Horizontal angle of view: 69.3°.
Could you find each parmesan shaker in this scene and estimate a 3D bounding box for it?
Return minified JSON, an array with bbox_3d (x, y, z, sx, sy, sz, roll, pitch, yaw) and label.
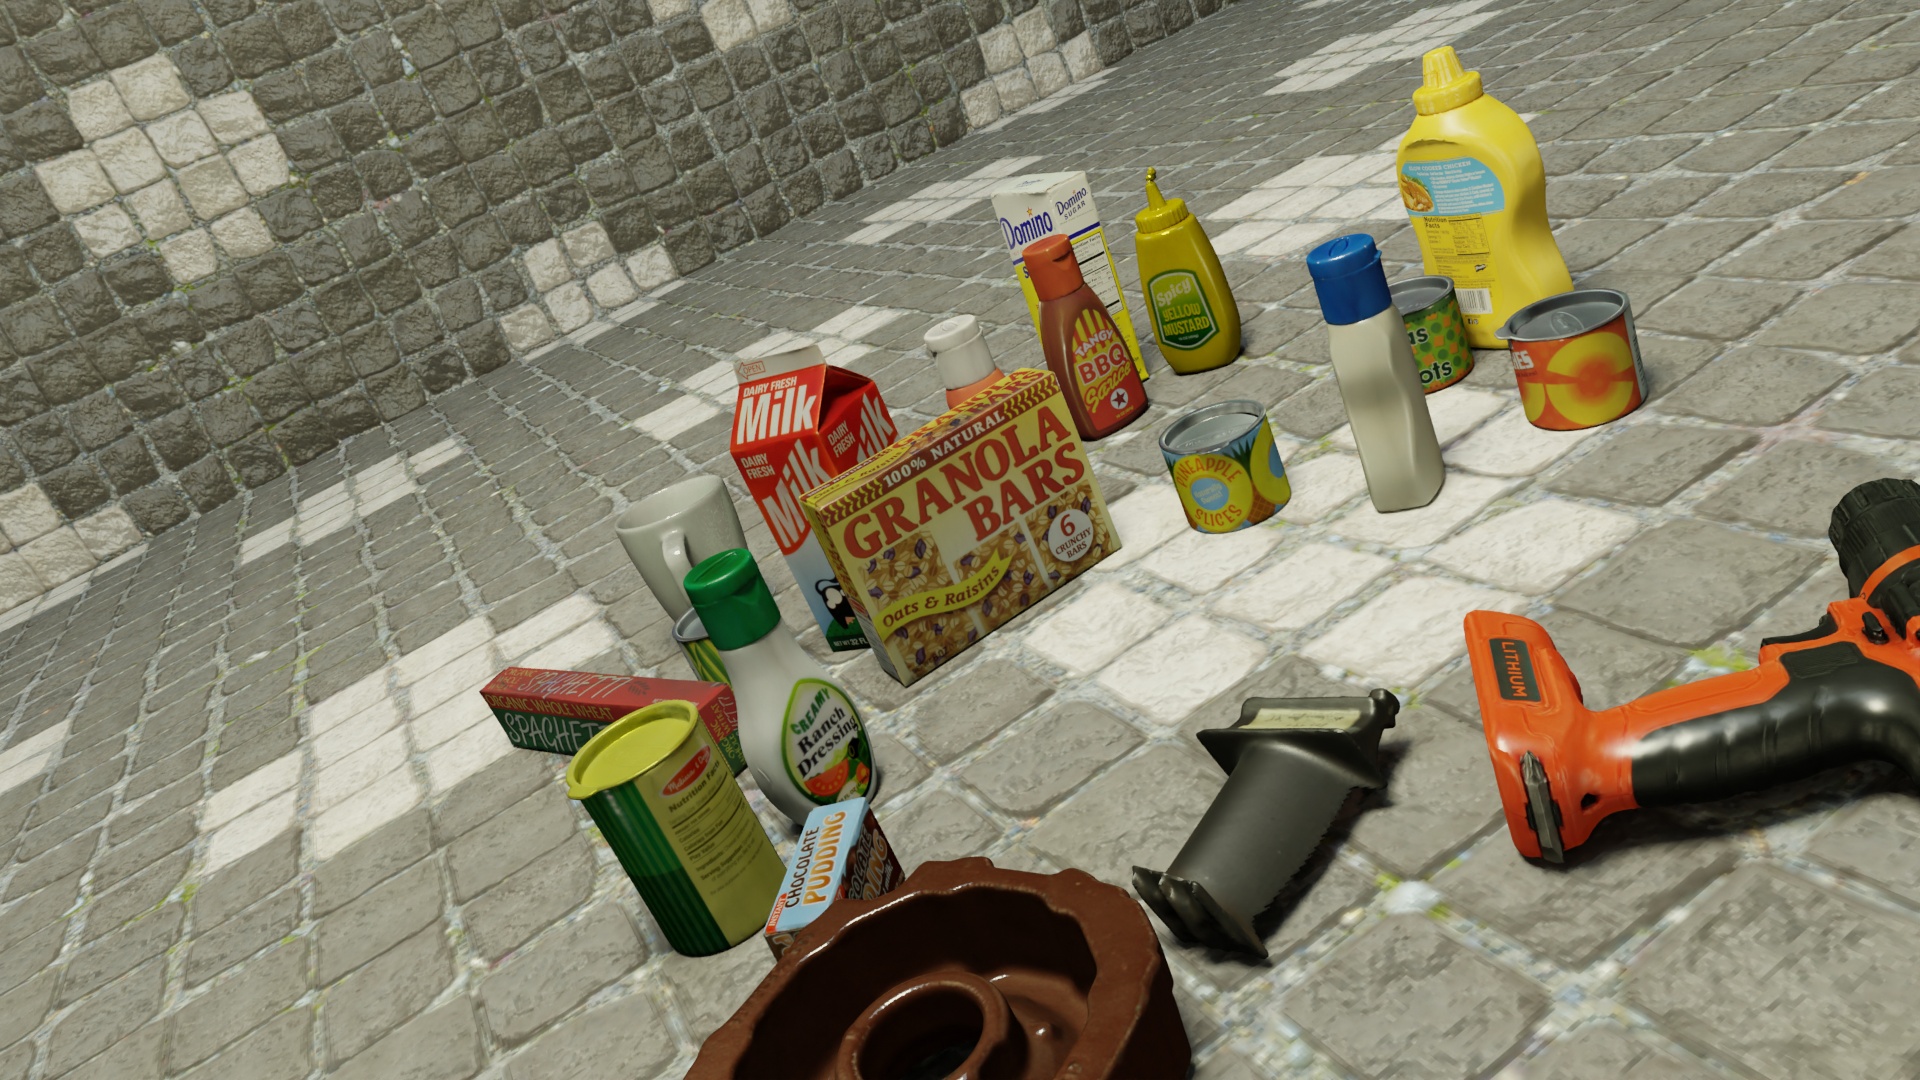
[{"bbox_3d":[-0.134,0.138,0.656,0.071,0.102,0.071,-20,22,9],"label":"parmesan shaker"}]

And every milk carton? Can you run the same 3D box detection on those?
[{"bbox_3d":[-0.076,-0.031,0.864,0.072,0.190,0.074,-9,26,33],"label":"milk carton"}]

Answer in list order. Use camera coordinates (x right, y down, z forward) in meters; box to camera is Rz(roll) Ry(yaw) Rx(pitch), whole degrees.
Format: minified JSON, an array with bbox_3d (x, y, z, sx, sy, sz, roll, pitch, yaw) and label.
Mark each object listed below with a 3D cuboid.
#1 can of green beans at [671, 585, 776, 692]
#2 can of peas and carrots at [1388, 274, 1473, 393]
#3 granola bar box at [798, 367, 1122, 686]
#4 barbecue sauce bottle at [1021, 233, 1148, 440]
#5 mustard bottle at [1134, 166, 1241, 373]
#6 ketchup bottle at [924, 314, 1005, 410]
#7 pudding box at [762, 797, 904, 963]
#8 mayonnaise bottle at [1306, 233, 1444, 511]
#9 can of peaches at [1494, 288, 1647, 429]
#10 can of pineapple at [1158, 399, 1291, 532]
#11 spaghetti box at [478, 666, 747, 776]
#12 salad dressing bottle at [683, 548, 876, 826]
[{"bbox_3d":[-0.140,0.068,0.881,0.071,0.057,0.071,-20,22,9],"label":"can of green beans"},{"bbox_3d":[0.292,-0.131,0.899,0.071,0.058,0.071,-20,22,9],"label":"can of peas and carrots"},{"bbox_3d":[0.003,-0.010,0.827,0.166,0.123,0.039,-32,23,-19],"label":"granola bar box"},{"bbox_3d":[0.088,-0.152,1.031,0.065,0.148,0.043,-33,23,-21],"label":"barbecue sauce bottle"},{"bbox_3d":[0.166,-0.208,1.064,0.065,0.159,0.049,-11,25,30],"label":"mustard bottle"},{"bbox_3d":[0.021,-0.077,0.927,0.043,0.148,0.065,-27,22,-8],"label":"ketchup bottle"},{"bbox_3d":[-0.054,0.157,0.604,0.030,0.049,0.084,-17,23,18],"label":"pudding box"},{"bbox_3d":[0.227,-0.093,0.759,0.041,0.147,0.065,-10,25,30],"label":"mayonnaise bottle"},{"bbox_3d":[0.344,-0.101,0.782,0.071,0.058,0.071,-20,22,9],"label":"can of peaches"},{"bbox_3d":[0.159,-0.044,0.836,0.071,0.057,0.071,-20,22,9],"label":"can of pineapple"},{"bbox_3d":[-0.221,0.111,0.873,0.250,0.050,0.029,-2,31,43],"label":"spaghetti box"},{"bbox_3d":[-0.091,0.075,0.697,0.044,0.147,0.064,-1,31,45],"label":"salad dressing bottle"}]
